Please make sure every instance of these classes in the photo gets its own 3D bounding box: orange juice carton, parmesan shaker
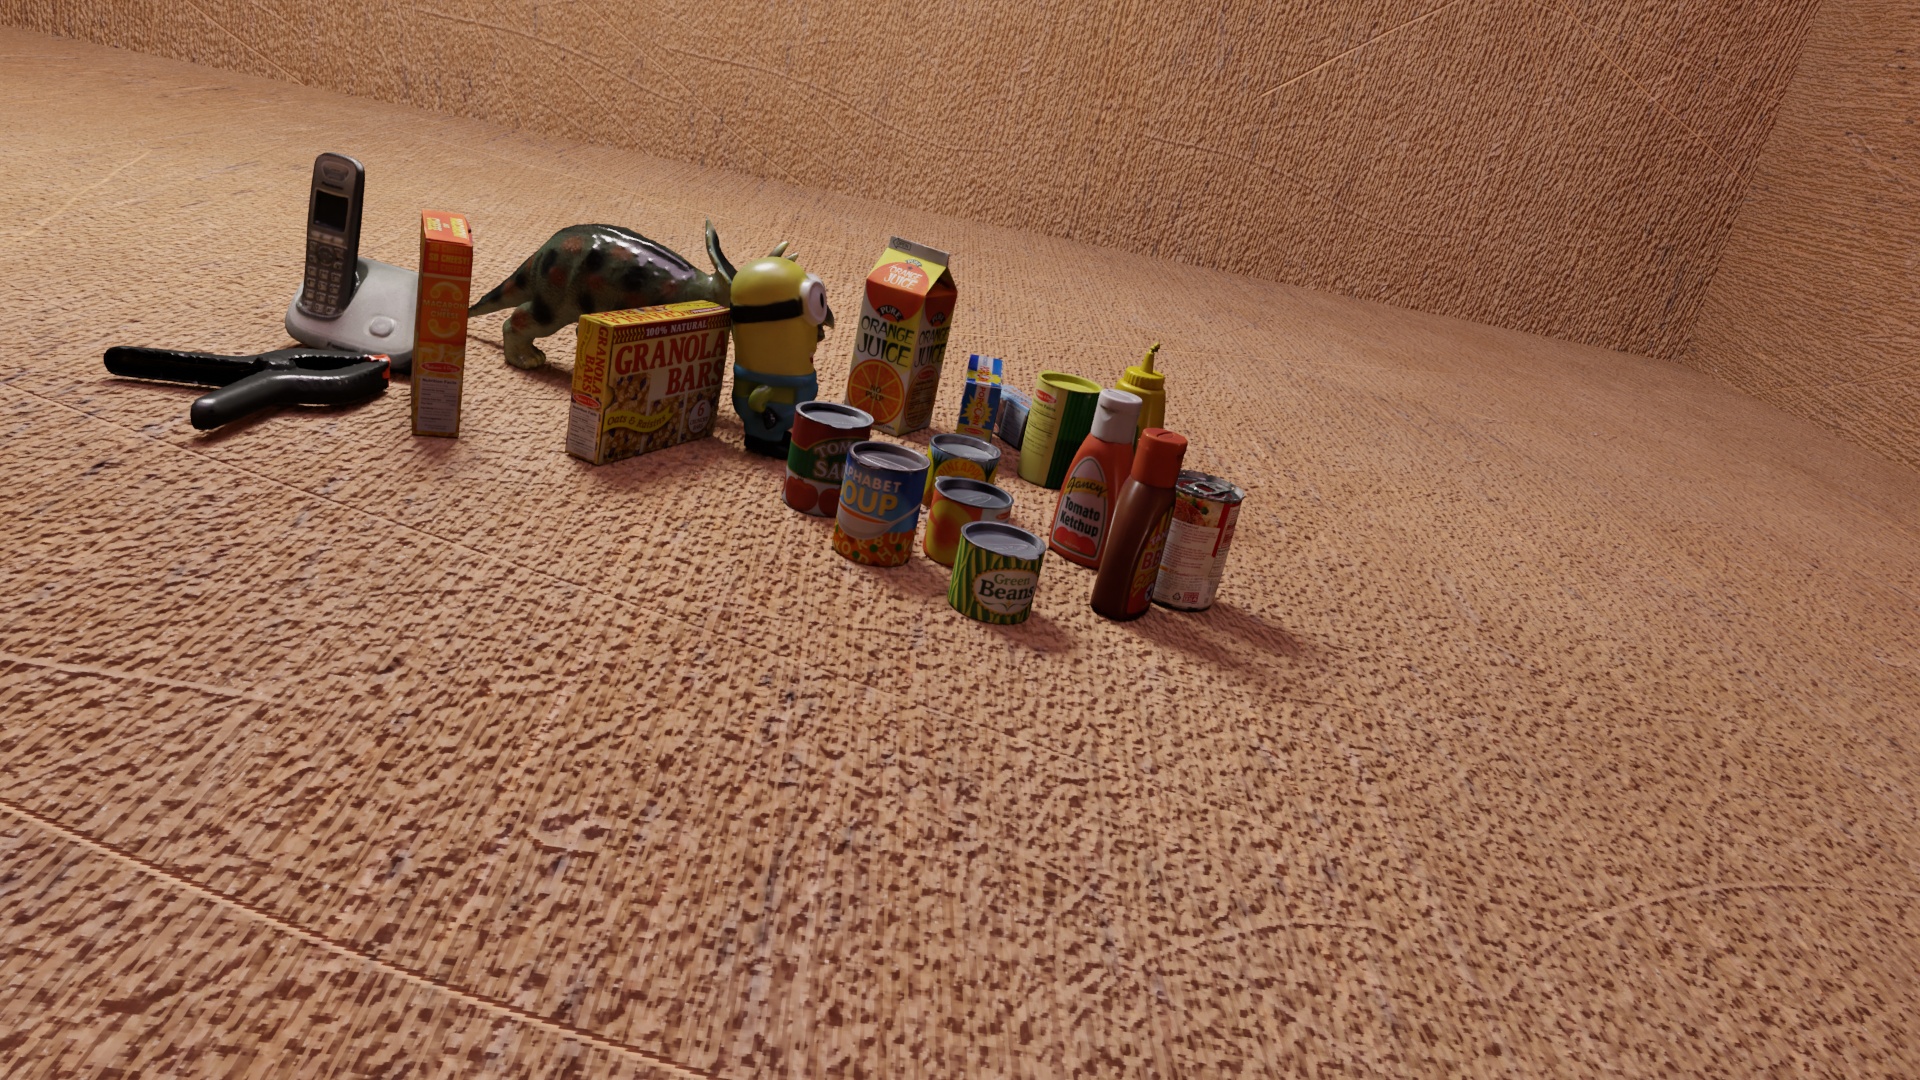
[{"bbox_3d":[-0.060,-0.213,1.439,0.072,0.191,0.073,21,22,22],"label":"orange juice carton"},{"bbox_3d":[0.097,-0.111,1.388,0.071,0.102,0.071,11,20,-4],"label":"parmesan shaker"}]

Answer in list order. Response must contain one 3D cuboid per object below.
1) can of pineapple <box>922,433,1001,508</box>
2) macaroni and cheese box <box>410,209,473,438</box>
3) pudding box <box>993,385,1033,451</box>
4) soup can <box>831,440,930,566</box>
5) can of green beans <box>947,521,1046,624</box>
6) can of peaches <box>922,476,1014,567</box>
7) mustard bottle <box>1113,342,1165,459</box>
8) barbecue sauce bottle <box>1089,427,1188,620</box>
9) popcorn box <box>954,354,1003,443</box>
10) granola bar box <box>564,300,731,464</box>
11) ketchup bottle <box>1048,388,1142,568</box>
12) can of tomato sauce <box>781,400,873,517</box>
[{"bbox_3d":[-0.001,-0.059,1.259,0.071,0.057,0.071,11,20,-4],"label":"can of pineapple"},{"bbox_3d":[-0.444,-0.187,1.185,0.040,0.165,0.124,3,22,-24],"label":"macaroni and cheese box"},{"bbox_3d":[0.059,-0.133,1.502,0.030,0.049,0.084,-1,24,-32],"label":"pudding box"},{"bbox_3d":[-0.065,-0.029,1.106,0.071,0.083,0.071,11,20,-4],"label":"soup can"},{"bbox_3d":[0.027,0.024,1.056,0.071,0.057,0.071,11,20,-4],"label":"can of green beans"},{"bbox_3d":[0.004,-0.014,1.145,0.071,0.057,0.071,11,20,-4],"label":"can of peaches"},{"bbox_3d":[0.169,-0.120,1.372,0.065,0.159,0.049,25,23,31],"label":"mustard bottle"},{"bbox_3d":[0.142,-0.014,1.093,0.044,0.148,0.065,22,22,26],"label":"barbecue sauce bottle"},{"bbox_3d":[0.018,-0.137,1.436,0.038,0.085,0.127,12,20,-2],"label":"popcorn box"},{"bbox_3d":[-0.273,-0.143,1.229,0.039,0.123,0.166,21,22,22],"label":"granola bar box"},{"bbox_3d":[0.120,-0.054,1.186,0.065,0.148,0.044,26,24,33],"label":"ketchup bottle"},{"bbox_3d":[-0.113,-0.069,1.185,0.071,0.082,0.071,11,20,-4],"label":"can of tomato sauce"}]
